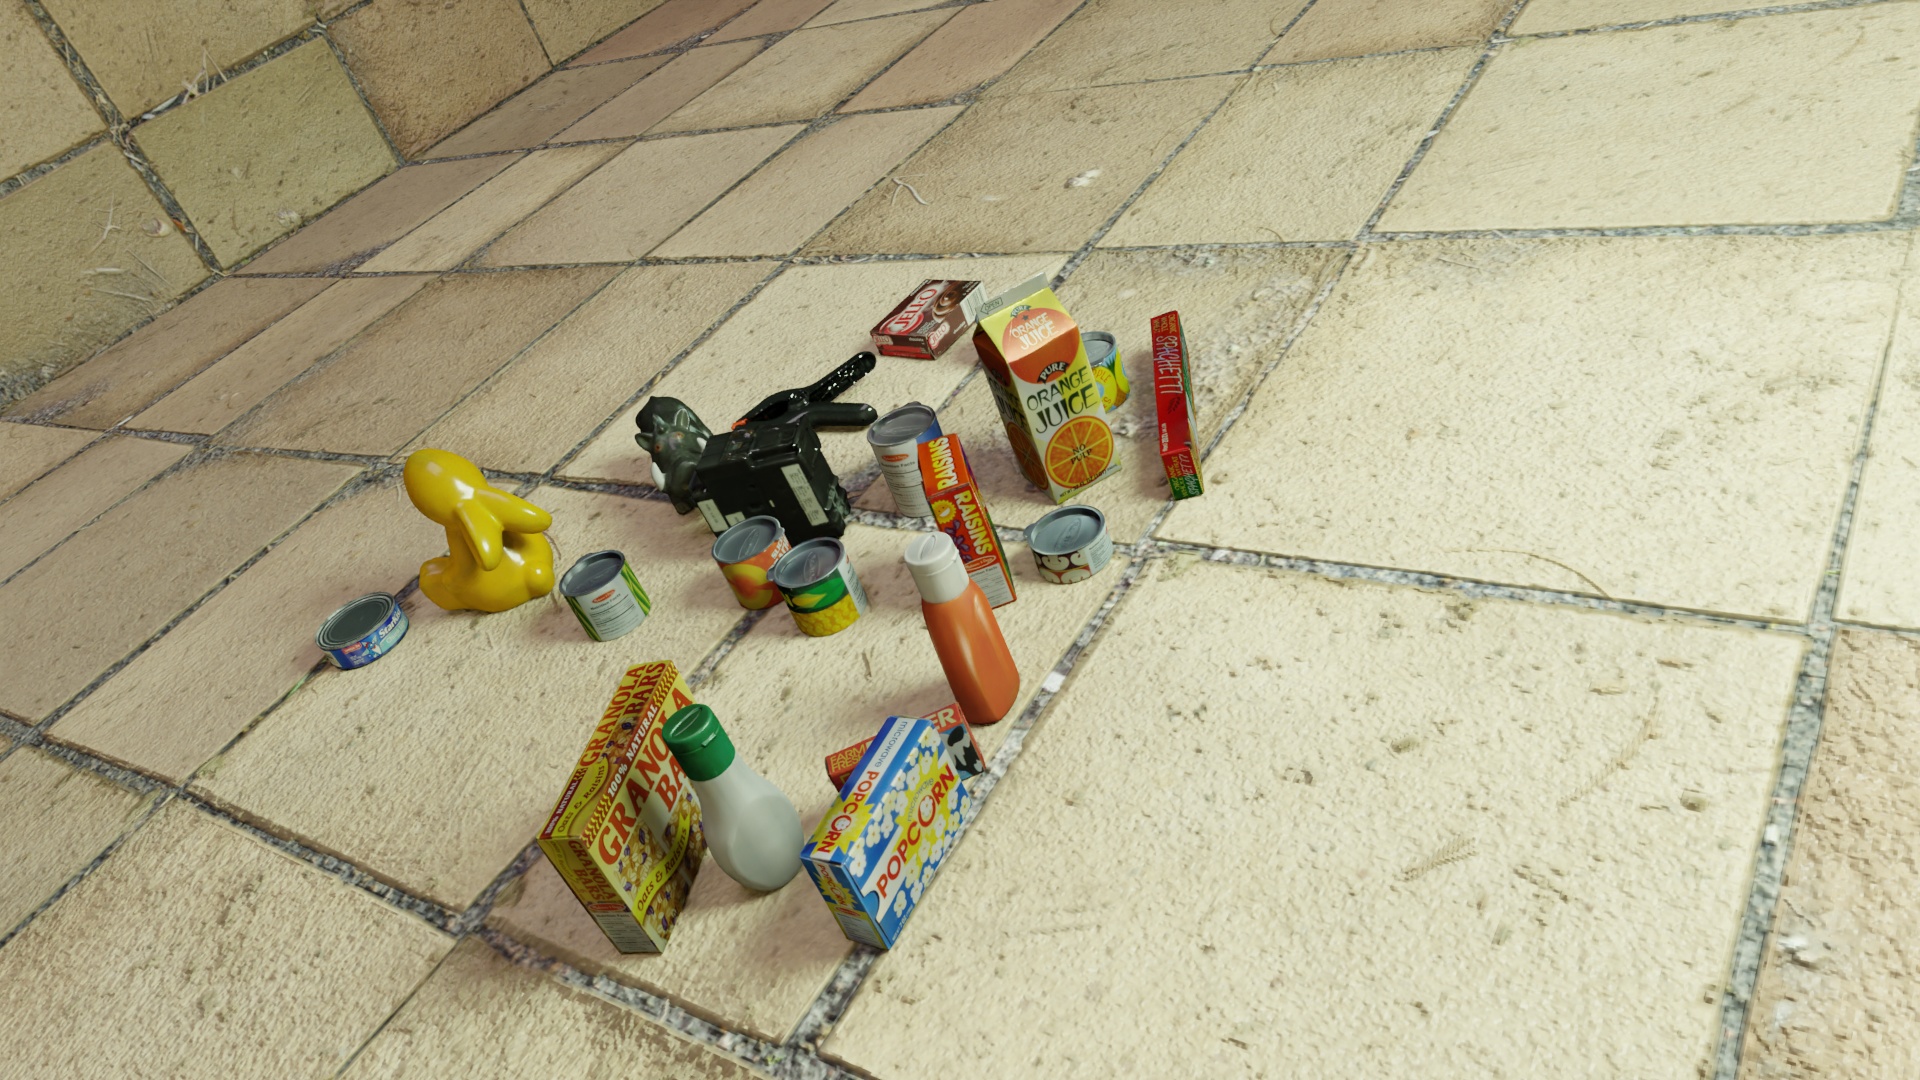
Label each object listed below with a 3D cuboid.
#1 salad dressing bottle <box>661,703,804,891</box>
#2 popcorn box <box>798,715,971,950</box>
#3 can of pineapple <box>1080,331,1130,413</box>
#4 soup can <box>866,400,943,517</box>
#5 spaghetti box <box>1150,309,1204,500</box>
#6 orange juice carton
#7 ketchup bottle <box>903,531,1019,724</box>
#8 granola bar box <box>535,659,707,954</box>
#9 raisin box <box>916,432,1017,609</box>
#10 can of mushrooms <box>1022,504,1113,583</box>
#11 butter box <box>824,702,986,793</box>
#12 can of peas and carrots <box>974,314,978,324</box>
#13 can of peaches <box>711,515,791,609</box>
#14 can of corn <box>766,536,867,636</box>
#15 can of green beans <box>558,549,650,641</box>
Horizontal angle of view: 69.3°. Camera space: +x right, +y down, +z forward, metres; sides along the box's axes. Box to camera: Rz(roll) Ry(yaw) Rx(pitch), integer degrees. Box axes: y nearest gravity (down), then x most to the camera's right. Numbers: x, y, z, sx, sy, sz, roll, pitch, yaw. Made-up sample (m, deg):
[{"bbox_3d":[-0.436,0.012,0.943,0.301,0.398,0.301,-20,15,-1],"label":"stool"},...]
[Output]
[{"bbox_3d":[-0.154,0.174,0.938,0.044,0.147,0.064,14,47,42],"label":"salad dressing bottle"},{"bbox_3d":[-0.046,0.189,0.912,0.038,0.085,0.127,2,40,32],"label":"popcorn box"},{"bbox_3d":[0.124,-0.158,1.330,0.071,0.057,0.071,-15,34,11],"label":"can of pineapple"},{"bbox_3d":[-0.040,-0.075,1.282,0.071,0.083,0.072,-15,34,11],"label":"soup can"},{"bbox_3d":[0.194,-0.128,1.255,0.028,0.050,0.251,-13,34,14],"label":"spaghetti box"},{"bbox_3d":[0.071,-0.135,1.206,0.072,0.191,0.073,-29,34,-11],"label":"orange juice carton"},{"bbox_3d":[0.001,0.061,1.008,0.043,0.148,0.065,-6,36,23],"label":"ketchup bottle"},{"bbox_3d":[-0.223,0.186,0.981,0.039,0.123,0.166,-8,36,20],"label":"granola bar box"},{"bbox_3d":[0.004,-0.014,1.136,0.040,0.123,0.086,-19,33,5],"label":"raisin box"},{"bbox_3d":[0.089,0.003,1.145,0.071,0.033,0.071,-15,34,10],"label":"can of mushrooms"},{"bbox_3d":[-0.039,0.158,0.981,0.103,0.053,0.024,-22,33,0],"label":"butter box"},{"bbox_3d":[0.055,-0.218,1.453,0.071,0.058,0.071,-15,34,11],"label":"can of peas and carrots"},{"bbox_3d":[-0.180,0.020,1.251,0.071,0.057,0.071,-15,34,11],"label":"can of peaches"},{"bbox_3d":[-0.122,0.041,1.189,0.071,0.058,0.071,-15,34,11],"label":"can of corn"},{"bbox_3d":[-0.330,0.051,1.292,0.071,0.057,0.071,-15,34,11],"label":"can of green beans"}]
